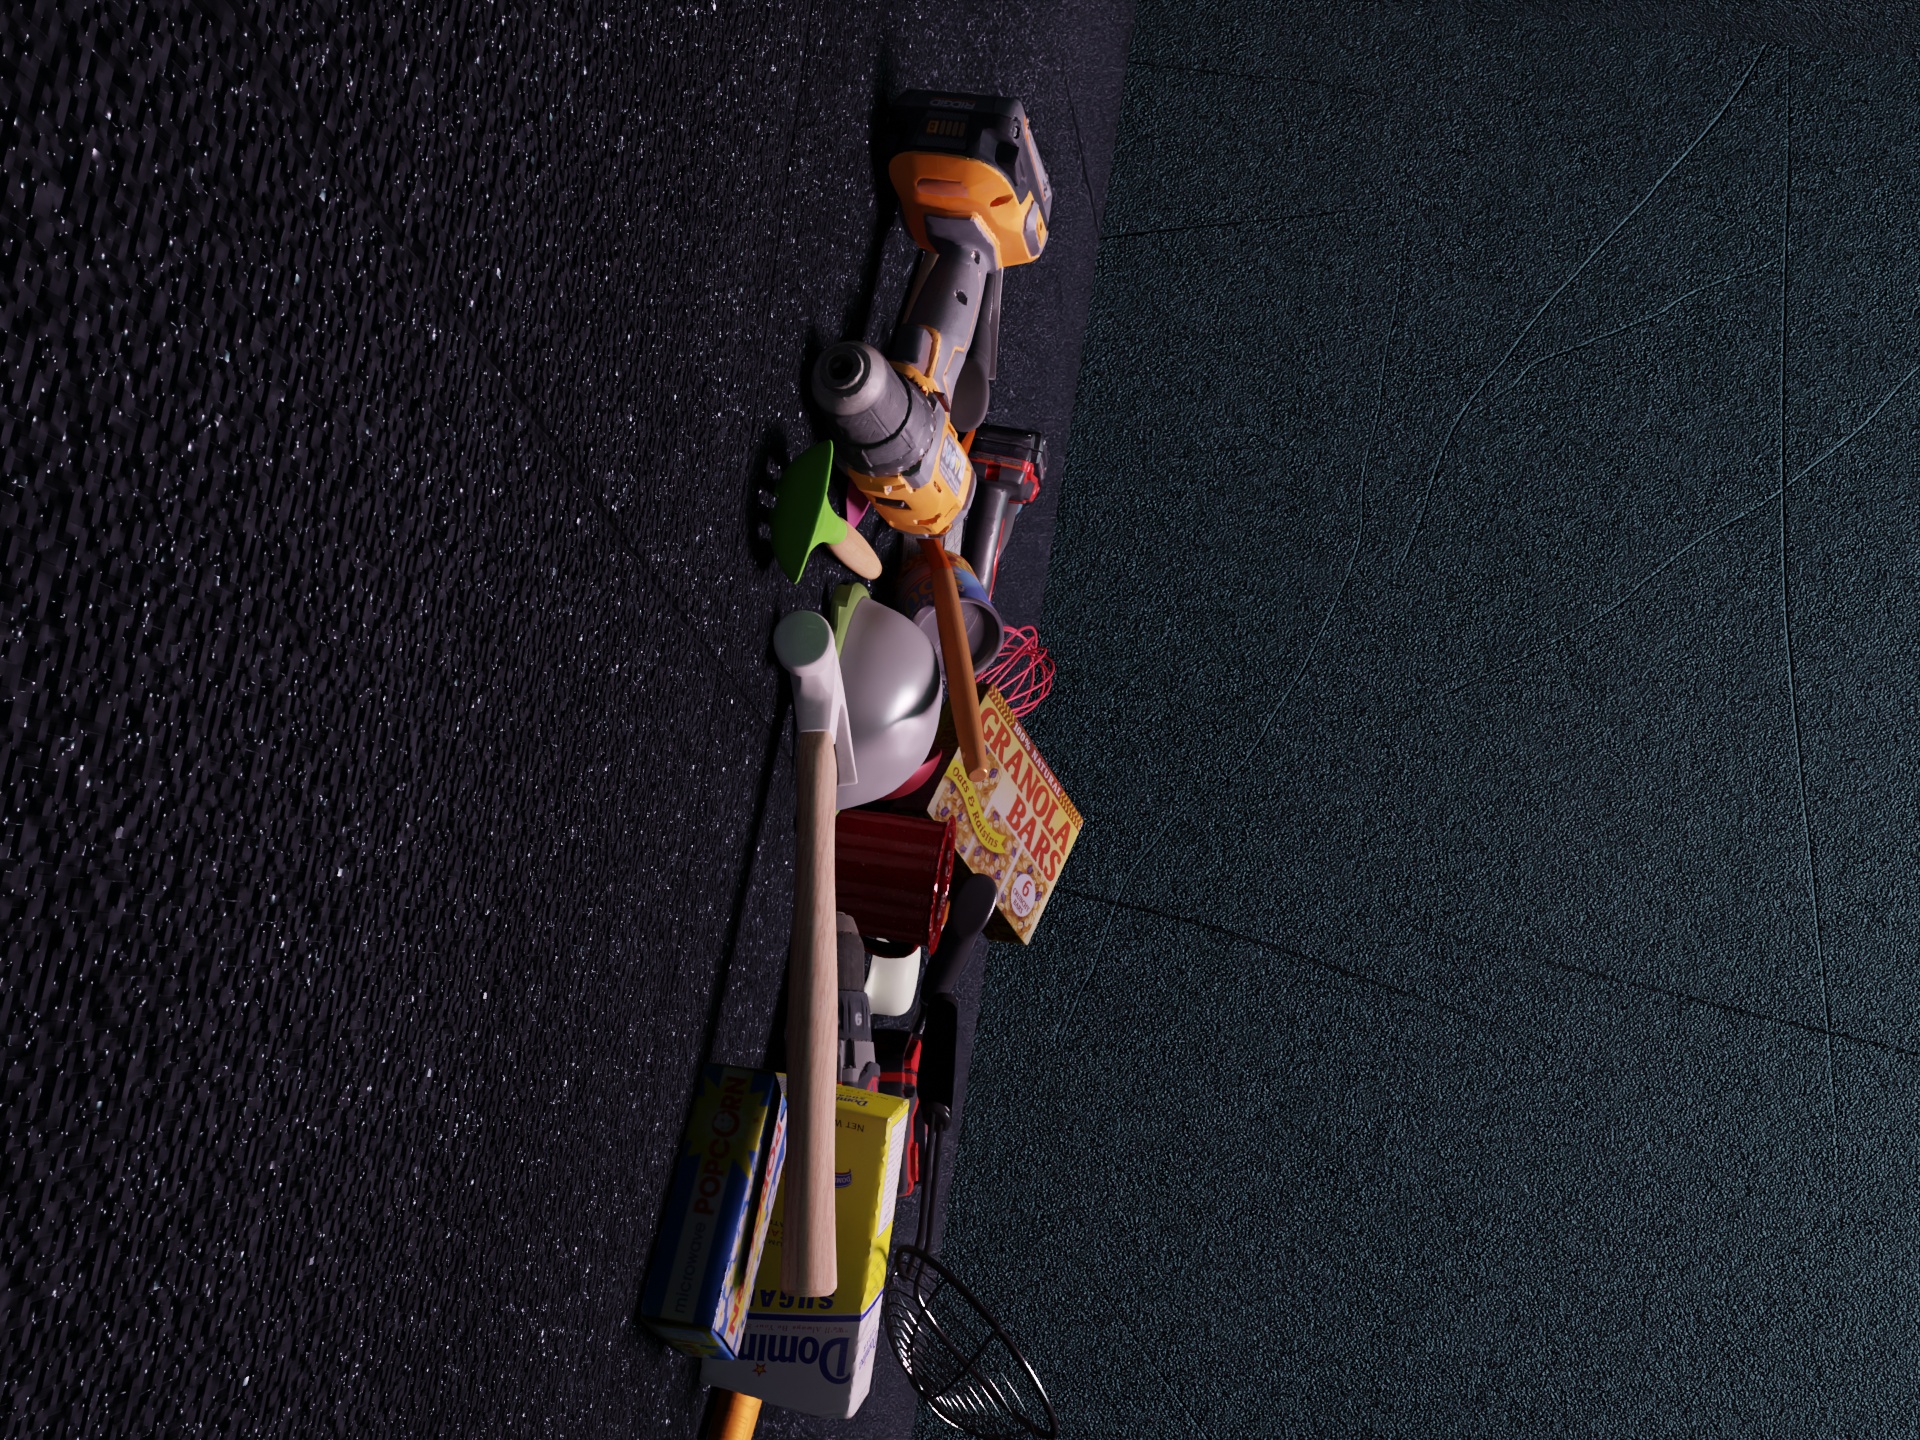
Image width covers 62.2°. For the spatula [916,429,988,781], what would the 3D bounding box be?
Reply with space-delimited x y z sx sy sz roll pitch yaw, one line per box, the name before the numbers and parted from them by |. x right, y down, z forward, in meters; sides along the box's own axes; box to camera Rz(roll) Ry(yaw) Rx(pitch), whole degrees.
spatula | 0.000 -0.078 1.034 0.323 0.041 0.081 -99 -156 -46

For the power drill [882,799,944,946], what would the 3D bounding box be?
power drill | -0.020 0.076 1.378 0.228 0.080 0.190 -41 135 -78

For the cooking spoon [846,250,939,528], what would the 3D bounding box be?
cooking spoon | -0.034 -0.244 1.029 0.068 0.017 0.319 92 10 -52

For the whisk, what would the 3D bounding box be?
whisk | -0.002 -0.004 1.242 0.296 0.073 0.073 -40 142 -53

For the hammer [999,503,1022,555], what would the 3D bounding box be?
hammer | 0.037 -0.193 1.766 0.331 0.033 0.128 -72 170 -60

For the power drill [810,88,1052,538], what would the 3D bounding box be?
power drill | -0.020 -0.232 0.880 0.185 0.084 0.226 40 62 -72

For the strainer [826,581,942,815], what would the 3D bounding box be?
strainer | -0.041 -0.012 1.040 0.256 0.069 0.151 -35 133 -80

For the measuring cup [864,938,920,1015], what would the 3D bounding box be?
measuring cup | -0.061 0.229 1.357 0.167 0.038 0.083 -61 159 -80

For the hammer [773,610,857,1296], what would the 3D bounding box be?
hammer | -0.076 0.120 0.818 0.130 0.031 0.331 83 6 -73

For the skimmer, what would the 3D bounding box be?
skimmer | 0.009 0.279 0.980 0.364 0.090 0.127 -86 154 -63

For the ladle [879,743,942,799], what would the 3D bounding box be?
ladle | -0.033 -0.018 1.189 0.316 0.069 0.031 -77 150 -63

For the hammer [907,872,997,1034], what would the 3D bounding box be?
hammer | -0.022 0.221 1.260 0.149 0.036 0.408 -61 175 -32

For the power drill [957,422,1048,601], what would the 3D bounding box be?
power drill | 0.021 -0.152 1.462 0.143 0.078 0.220 37 65 -84

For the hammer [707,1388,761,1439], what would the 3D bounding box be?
hammer | -0.138 0.440 0.922 0.337 0.034 0.127 -76 171 -45

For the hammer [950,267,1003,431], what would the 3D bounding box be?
hammer | 0.011 -0.285 1.190 0.335 0.035 0.146 -84 180 -60

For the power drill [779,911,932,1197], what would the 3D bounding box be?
power drill | -0.072 0.233 1.053 0.226 0.080 0.188 68 20 -73

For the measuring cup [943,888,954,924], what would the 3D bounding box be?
measuring cup | -0.043 0.079 1.228 0.052 0.095 0.173 -17 94 -61

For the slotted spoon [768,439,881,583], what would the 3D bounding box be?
slotted spoon | -0.067 -0.099 0.873 0.314 0.031 0.070 10 93 -87
